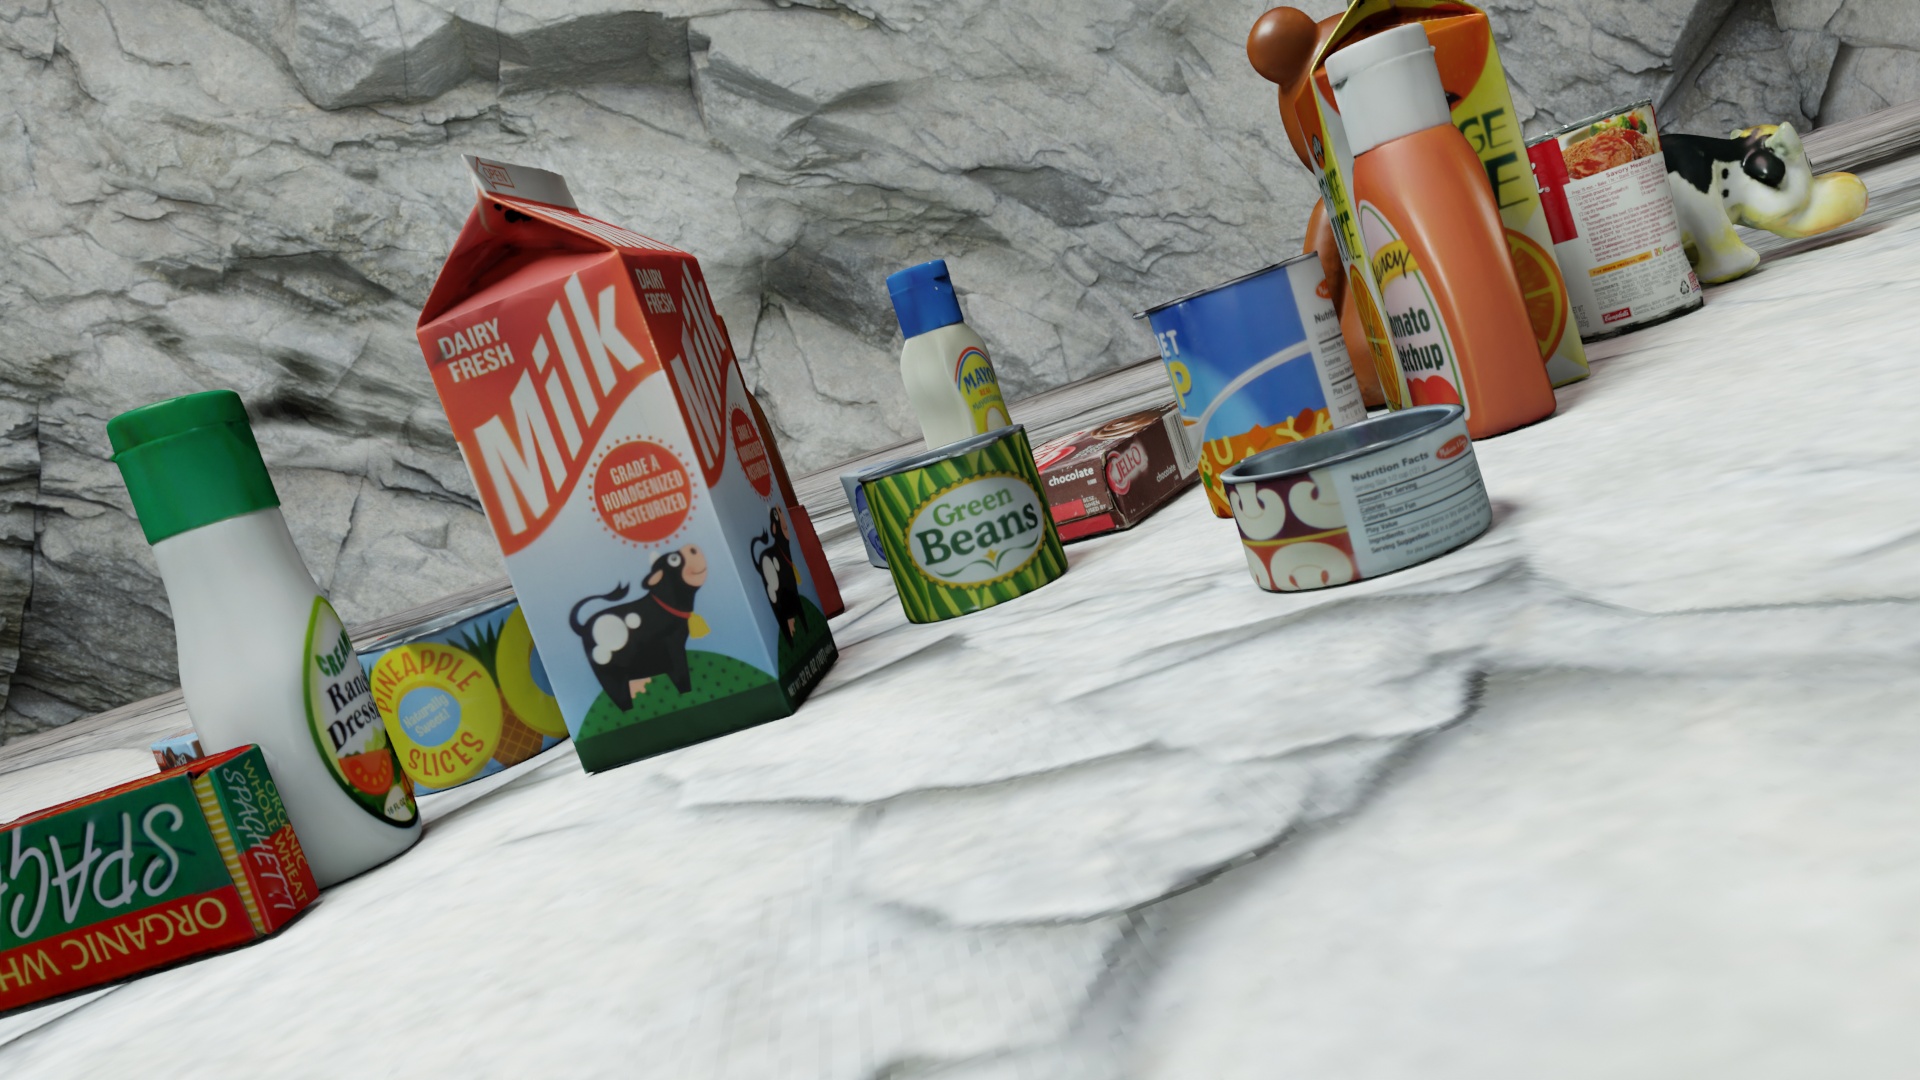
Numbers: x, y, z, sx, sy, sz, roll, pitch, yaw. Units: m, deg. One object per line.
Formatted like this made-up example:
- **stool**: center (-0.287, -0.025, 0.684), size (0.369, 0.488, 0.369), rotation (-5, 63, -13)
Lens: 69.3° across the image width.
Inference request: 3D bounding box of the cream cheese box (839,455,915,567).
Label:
- **cream cheese box**: center (-0.033, -0.013, 0.697), size (0.024, 0.053, 0.104), rotation (-20, 6, -14)

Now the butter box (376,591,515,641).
- **butter box**: center (-0.220, 0.054, 0.667), size (0.104, 0.053, 0.024), rotation (-22, 7, -26)

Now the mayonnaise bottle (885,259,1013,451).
- **mayonnaise bottle**: center (-0.003, -0.086, 0.799), size (0.041, 0.148, 0.065), rotation (-15, 7, 36)

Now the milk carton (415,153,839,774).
- **milk carton**: center (-0.111, -0.031, 0.452), size (0.073, 0.190, 0.072), rotation (-18, 6, 10)

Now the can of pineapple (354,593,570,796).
- **can of pineapple**: center (-0.187, 0.057, 0.524), size (0.071, 0.058, 0.071), rotation (-19, 6, 2)

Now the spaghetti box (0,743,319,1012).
- **spaghetti box**: center (-0.301, 0.115, 0.393), size (0.250, 0.050, 0.029), rotation (-18, 6, 10)

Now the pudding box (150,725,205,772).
- **pudding box**: center (-0.270, 0.091, 0.514), size (0.030, 0.049, 0.083), rotation (-24, 8, -38)

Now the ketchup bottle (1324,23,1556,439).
- **ketchup bottle**: center (0.174, -0.112, 0.513), size (0.043, 0.148, 0.065), rotation (-19, 6, -2)

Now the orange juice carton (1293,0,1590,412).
- **orange juice carton**: center (0.194, -0.151, 0.585), size (0.073, 0.192, 0.072), rotation (-18, 6, 11)

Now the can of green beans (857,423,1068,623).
- **can of green beans**: center (0.001, -0.007, 0.524), size (0.071, 0.057, 0.071), rotation (-19, 6, 2)

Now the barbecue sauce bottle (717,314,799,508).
- **barbecue sauce bottle**: center (-0.111, -0.036, 0.688), size (0.044, 0.148, 0.064), rotation (-22, 7, -30)

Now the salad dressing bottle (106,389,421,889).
- **salad dressing bottle**: center (-0.209, 0.030, 0.415), size (0.044, 0.147, 0.064), rotation (-19, 6, -3)

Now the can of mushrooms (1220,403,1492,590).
- **can of mushrooms**: center (0.106, -0.012, 0.379), size (0.071, 0.033, 0.071), rotation (-19, 6, 2)

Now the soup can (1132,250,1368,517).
- **soup can**: center (0.111, -0.057, 0.521), size (0.071, 0.083, 0.071), rotation (-19, 6, 2)
